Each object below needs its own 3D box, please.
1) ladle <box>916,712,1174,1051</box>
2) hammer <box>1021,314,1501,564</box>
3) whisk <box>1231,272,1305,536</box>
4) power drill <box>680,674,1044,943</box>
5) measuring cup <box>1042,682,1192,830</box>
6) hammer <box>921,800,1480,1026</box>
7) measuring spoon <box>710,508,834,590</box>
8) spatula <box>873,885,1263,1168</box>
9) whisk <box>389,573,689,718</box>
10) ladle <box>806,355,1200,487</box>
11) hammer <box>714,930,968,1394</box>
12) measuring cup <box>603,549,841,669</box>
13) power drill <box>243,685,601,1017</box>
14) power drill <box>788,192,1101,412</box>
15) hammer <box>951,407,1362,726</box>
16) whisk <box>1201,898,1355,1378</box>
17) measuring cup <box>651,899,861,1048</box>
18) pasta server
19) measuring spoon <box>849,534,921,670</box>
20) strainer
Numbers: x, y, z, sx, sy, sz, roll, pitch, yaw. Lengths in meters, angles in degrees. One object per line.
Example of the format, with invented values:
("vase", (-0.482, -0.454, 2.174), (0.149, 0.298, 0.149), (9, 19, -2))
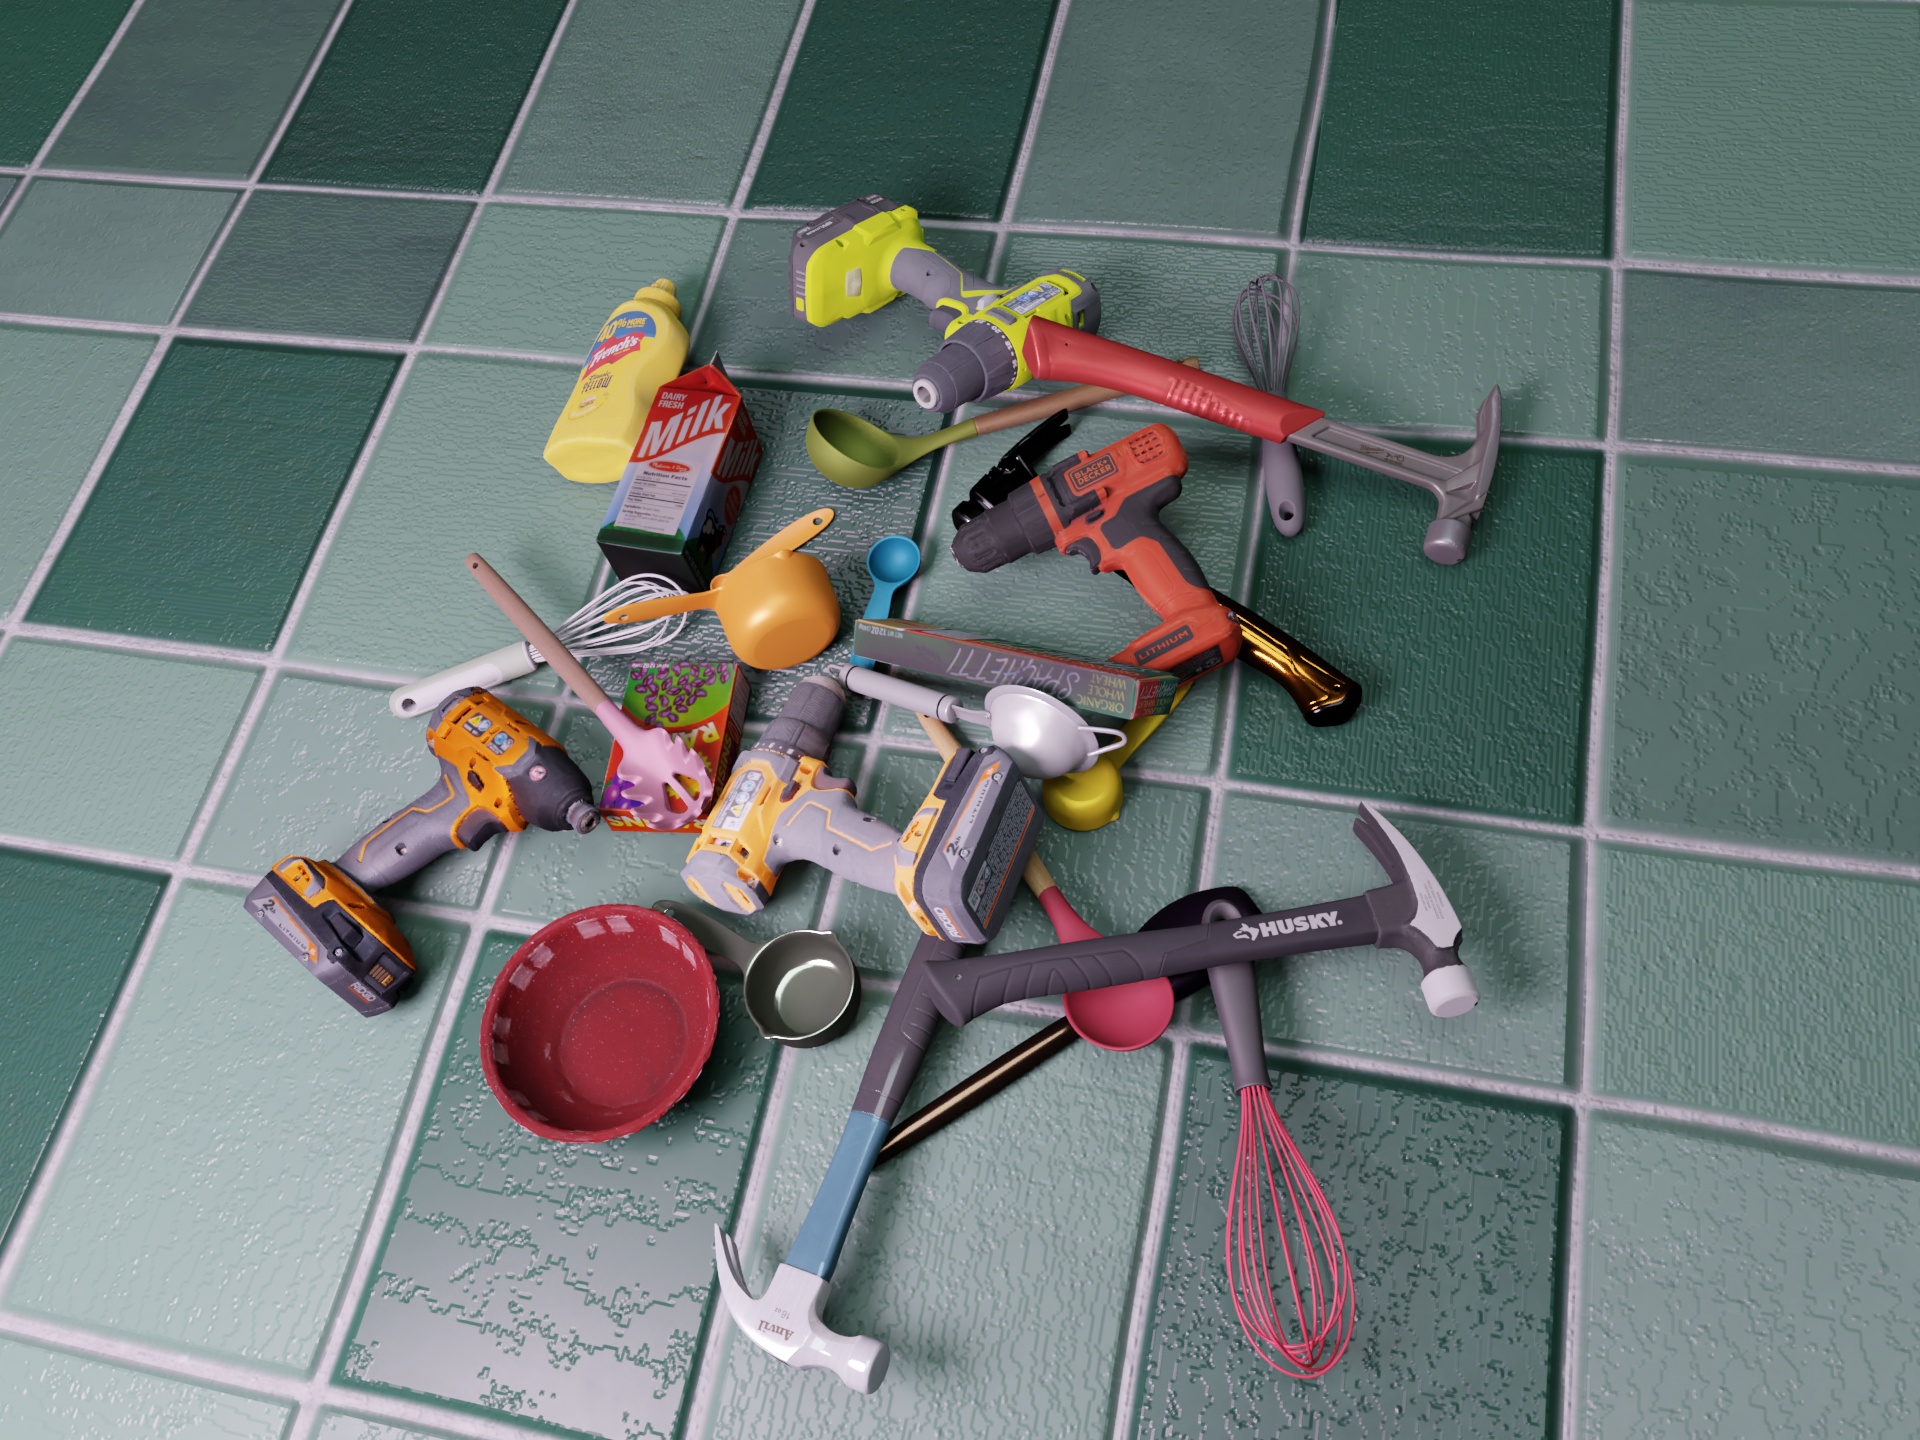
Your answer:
("ladle", (0.045, 0.098, 1.078), (0.069, 0.031, 0.316), (-28, 56, -10))
("hammer", (0.221, -0.237, 1.182), (0.359, 0.036, 0.149), (19, 68, 1))
("whisk", (0.245, -0.248, 1.230), (0.055, 0.055, 0.239), (-4, 66, 6))
("power drill", (-0.061, 0.054, 1.083), (0.226, 0.084, 0.185), (6, 55, 29))
("measuring cup", (0.116, 0.010, 1.121), (0.062, 0.029, 0.156), (35, 73, 23))
("hammer", (0.142, 0.139, 1.000), (0.334, 0.035, 0.146), (-8, 53, -4))
("measuring spoon", (-0.146, -0.131, 1.250), (0.117, 0.011, 0.021), (-37, 65, -15))
("spatula", (0.063, 0.203, 1.035), (0.316, 0.018, 0.060), (-32, 65, -9))
("whisk", (-0.321, -0.052, 1.215), (0.246, 0.057, 0.059), (-21, 27, 2))
("ladle", (0.035, -0.249, 1.257), (0.320, 0.062, 0.078), (-16, 45, -3))
("hammer", (-0.050, 0.240, 1.006), (0.128, 0.033, 0.331), (10, 58, 23))
("measuring cup", (-0.168, -0.070, 1.153), (0.173, 0.095, 0.052), (-11, 61, -28))
("power drill", (-0.367, 0.093, 1.117), (0.164, 0.084, 0.226), (30, 68, 31))
("power drill", (-0.028, -0.328, 1.266), (0.229, 0.080, 0.190), (32, 51, 26))
("hammer", (0.155, -0.106, 1.175), (0.337, 0.034, 0.127), (37, 75, 24))
("whisk", (0.183, 0.244, 0.970), (0.073, 0.073, 0.296), (-8, 58, 4))
("measuring cup", (-0.140, 0.165, 1.079), (0.168, 0.038, 0.083), (23, 69, 26))
("pasta server", (-0.277, -0.029, 1.152), (0.060, 0.040, 0.316), (-45, 64, -2))
("measuring spoon", (-0.061, -0.079, 1.207), (0.042, 0.021, 0.129), (12, 74, 15))
("strainer", (-0.002, -0.004, 1.105), (0.259, 0.086, 0.050), (18, 57, 38))
